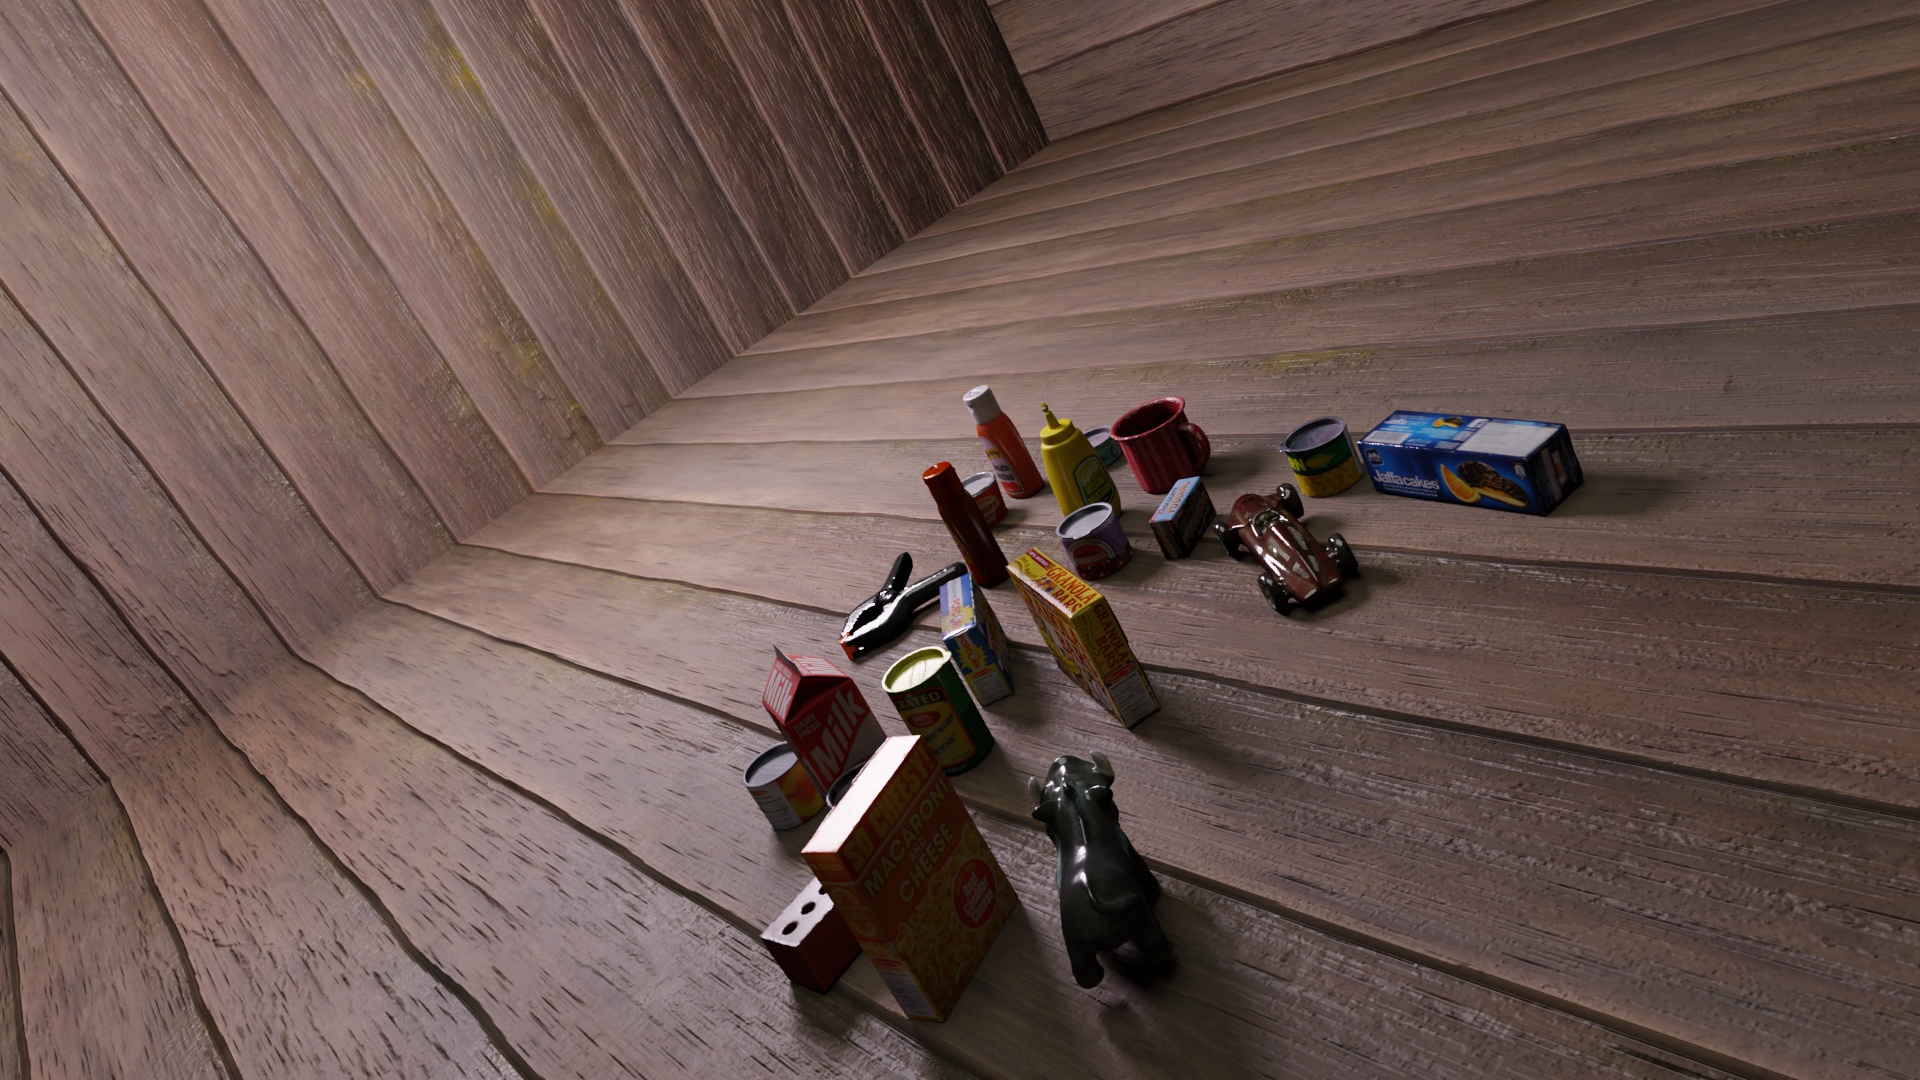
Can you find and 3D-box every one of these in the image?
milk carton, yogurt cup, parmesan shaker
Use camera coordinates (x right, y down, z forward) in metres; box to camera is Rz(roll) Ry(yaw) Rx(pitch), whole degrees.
[{"bbox_3d":[-0.112,0.174,1.233,0.073,0.190,0.072,-34,22,-15],"label":"milk carton"},{"bbox_3d":[0.024,-0.047,1.751,0.072,0.053,0.073,-24,22,10],"label":"yogurt cup"},{"bbox_3d":[-0.017,0.157,1.278,0.071,0.102,0.071,-24,22,10],"label":"parmesan shaker"}]

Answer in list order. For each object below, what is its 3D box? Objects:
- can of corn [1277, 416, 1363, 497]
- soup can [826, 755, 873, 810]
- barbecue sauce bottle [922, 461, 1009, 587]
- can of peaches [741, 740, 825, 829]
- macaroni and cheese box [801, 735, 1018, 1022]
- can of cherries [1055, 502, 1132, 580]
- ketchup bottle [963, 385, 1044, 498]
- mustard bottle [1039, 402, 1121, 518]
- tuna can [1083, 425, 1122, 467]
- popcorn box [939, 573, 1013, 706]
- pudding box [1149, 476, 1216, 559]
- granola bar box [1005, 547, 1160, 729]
[{"bbox_3d":[0.367,-0.084,1.415,0.071,0.058,0.071,-24,22,10],"label":"can of corn"},{"bbox_3d":[-0.065,0.236,1.184,0.071,0.083,0.071,-24,22,10],"label":"soup can"},{"bbox_3d":[0.006,-0.020,1.583,0.044,0.148,0.065,-30,21,-5],"label":"barbecue sauce bottle"},{"bbox_3d":[-0.167,0.235,1.343,0.071,0.058,0.071,-24,22,10],"label":"can of peaches"},{"bbox_3d":[-0.034,0.245,1.014,0.040,0.166,0.124,-10,28,39],"label":"macaroni and cheese box"},{"bbox_3d":[0.143,0.002,1.490,0.071,0.058,0.072,-24,22,10],"label":"can of cherries"},{"bbox_3d":[0.052,-0.126,1.763,0.044,0.148,0.065,-37,23,-21],"label":"ketchup bottle"},{"bbox_3d":[0.126,-0.085,1.568,0.065,0.159,0.049,-40,24,-27],"label":"mustard bottle"},{"bbox_3d":[0.171,-0.115,1.754,0.071,0.032,0.071,-24,22,10],"label":"tuna can"},{"bbox_3d":[0.015,0.098,1.395,0.038,0.085,0.127,-25,22,8],"label":"popcorn box"},{"bbox_3d":[0.233,-0.024,1.455,0.030,0.049,0.084,-9,28,40],"label":"pudding box"},{"bbox_3d":[0.109,0.085,1.259,0.039,0.124,0.166,-32,22,-8],"label":"granola bar box"}]
